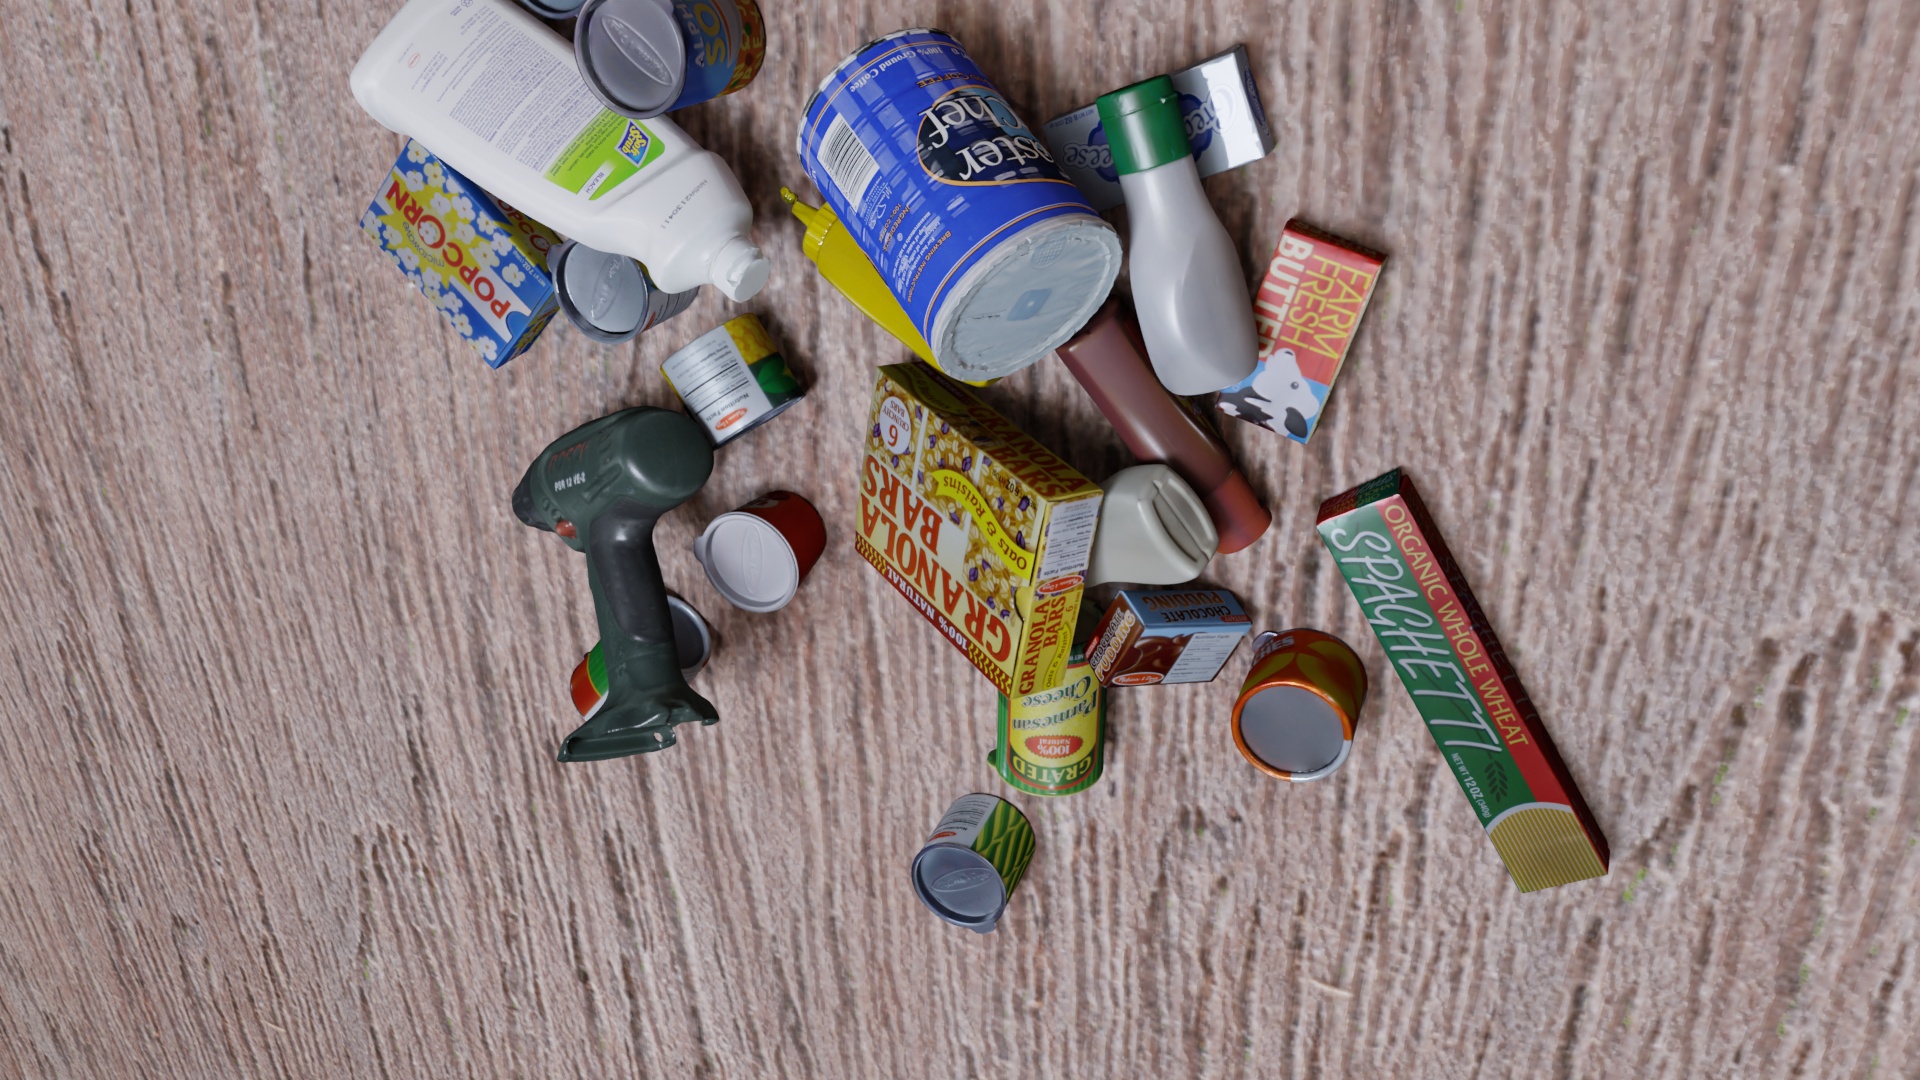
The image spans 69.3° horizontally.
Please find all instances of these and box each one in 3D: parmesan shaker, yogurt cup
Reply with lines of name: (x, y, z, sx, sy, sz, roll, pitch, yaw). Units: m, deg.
parmesan shaker: (0.051, 0.091, 0.826, 0.071, 0.072, 0.102, 10, 118, 20)
yogurt cup: (-0.120, 0.004, 0.869, 0.072, 0.054, 0.072, 10, 118, 20)

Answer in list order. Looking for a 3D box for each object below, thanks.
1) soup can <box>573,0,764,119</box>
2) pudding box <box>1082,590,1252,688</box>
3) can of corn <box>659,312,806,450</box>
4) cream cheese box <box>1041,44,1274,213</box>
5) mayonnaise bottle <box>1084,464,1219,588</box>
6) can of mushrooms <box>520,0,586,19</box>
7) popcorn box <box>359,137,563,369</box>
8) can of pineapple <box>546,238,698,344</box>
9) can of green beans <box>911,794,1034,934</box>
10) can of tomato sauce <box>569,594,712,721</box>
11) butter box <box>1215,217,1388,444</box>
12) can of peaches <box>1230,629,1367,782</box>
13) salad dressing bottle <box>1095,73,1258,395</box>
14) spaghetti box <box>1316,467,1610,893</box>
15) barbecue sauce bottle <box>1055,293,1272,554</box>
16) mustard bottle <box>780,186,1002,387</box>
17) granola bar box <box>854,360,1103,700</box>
soup can: (-0.150, -0.264, 0.732, 0.071, 0.084, 0.071, 10, 119, 20)
pudding box: (0.115, 0.054, 0.770, 0.030, 0.084, 0.049, 60, 136, 38)
can of corn: (-0.134, -0.094, 0.821, 0.071, 0.071, 0.058, -28, 96, 33)
cream cheese box: (0.097, -0.200, 0.687, 0.103, 0.024, 0.053, -13, 110, 29)
mayonnaise bottle: (0.069, -0.003, 0.757, 0.148, 0.041, 0.064, -9, 125, 54)
can of mushrooms: (-0.216, -0.321, 0.765, 0.071, 0.033, 0.070, 10, 118, 20)
popcorn box: (-0.306, -0.184, 0.871, 0.126, 0.038, 0.085, 48, 123, -3)
can of pineapple: (-0.198, -0.158, 0.823, 0.071, 0.058, 0.070, 10, 118, 20)
can of green beans: (0.009, 0.209, 0.910, 0.071, 0.058, 0.071, 10, 118, 20)
can of tomato sauce: (-0.218, 0.083, 0.948, 0.071, 0.071, 0.082, 44, 124, -1)
butter box: (0.171, -0.105, 0.701, 0.053, 0.024, 0.103, 23, 122, 12)
can of peaches: (0.186, 0.090, 0.770, 0.071, 0.058, 0.071, 10, 119, 19)
salad dressing bottle: (0.103, -0.145, 0.666, 0.044, 0.064, 0.147, 0, 116, 46)
spaghetti box: (0.270, 0.079, 0.744, 0.050, 0.029, 0.249, -25, 102, 31)
barbecue sauce bottle: (0.109, -0.058, 0.732, 0.043, 0.065, 0.148, -35, 106, 14)
mustard bottle: (-0.035, -0.145, 0.754, 0.160, 0.065, 0.048, 36, 120, 11)
granola bar box: (0.003, -0.010, 0.766, 0.166, 0.039, 0.123, 41, 133, 43)
